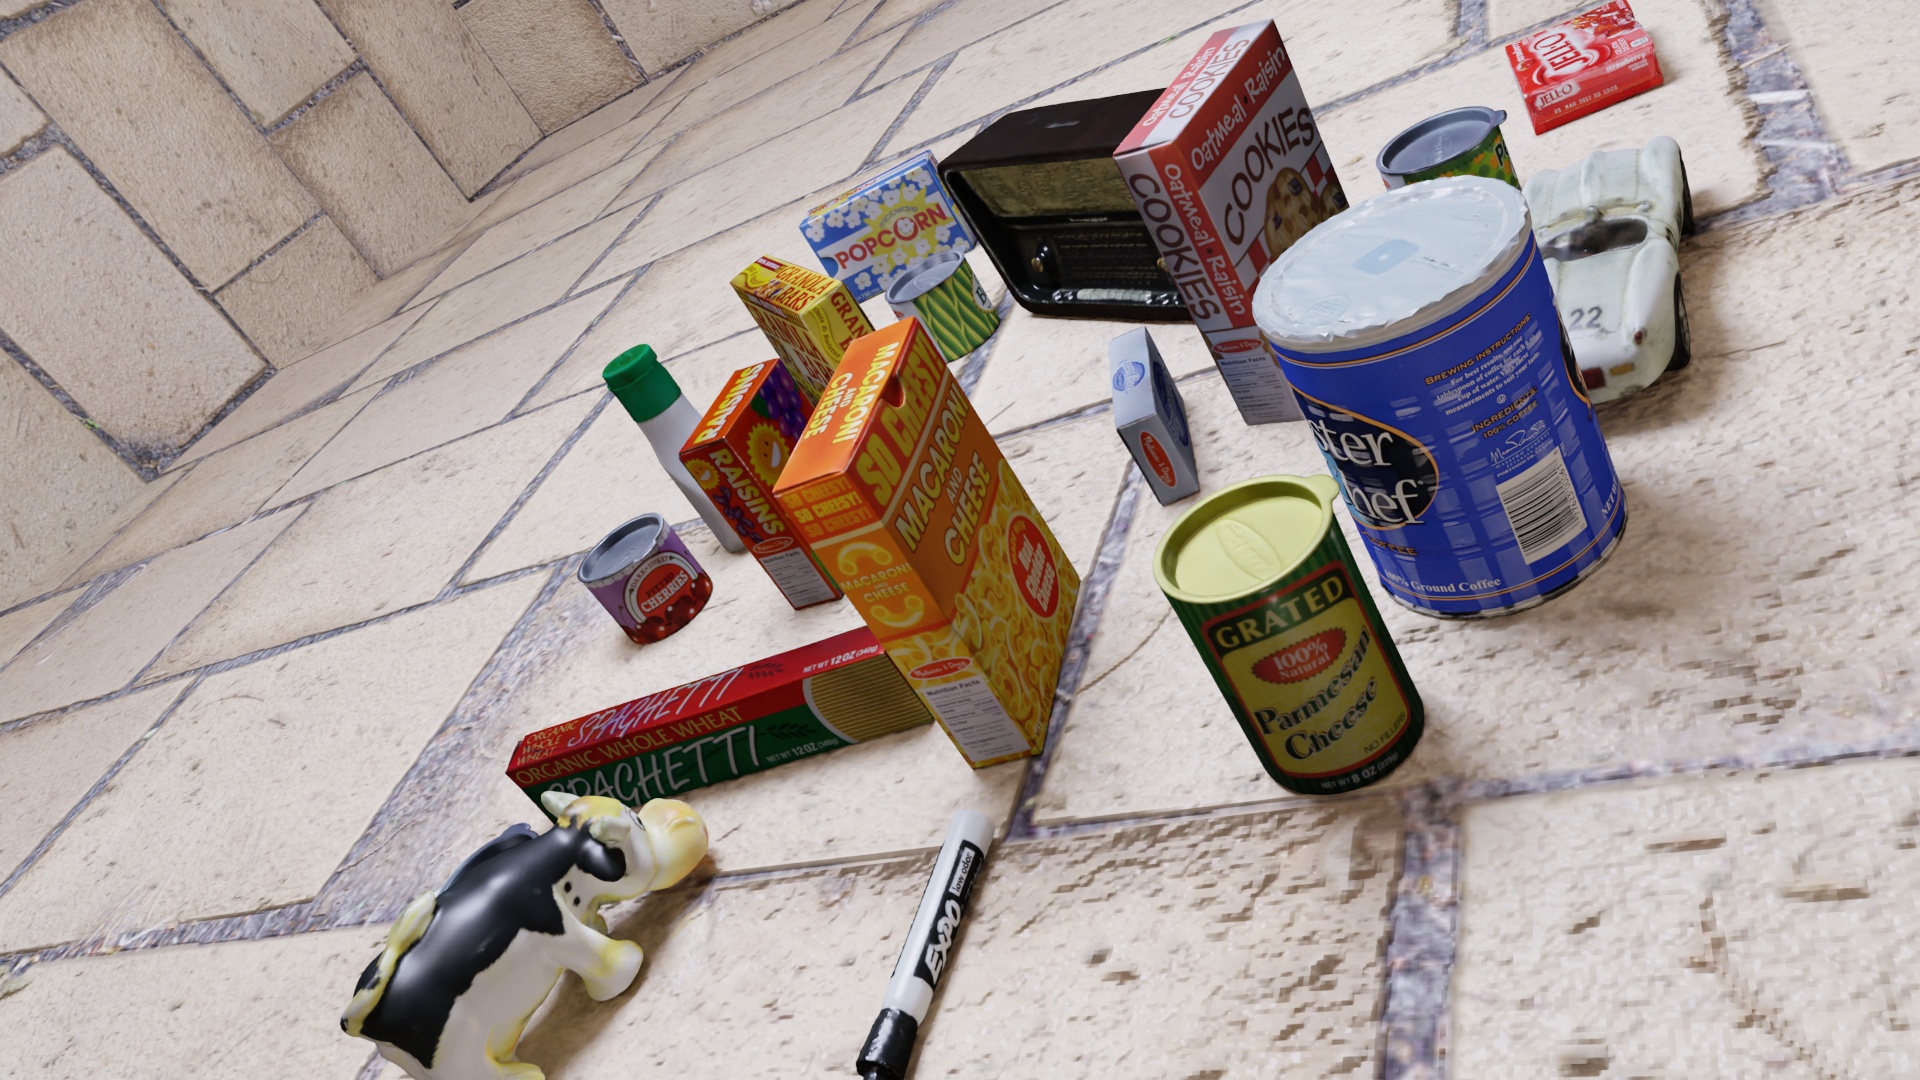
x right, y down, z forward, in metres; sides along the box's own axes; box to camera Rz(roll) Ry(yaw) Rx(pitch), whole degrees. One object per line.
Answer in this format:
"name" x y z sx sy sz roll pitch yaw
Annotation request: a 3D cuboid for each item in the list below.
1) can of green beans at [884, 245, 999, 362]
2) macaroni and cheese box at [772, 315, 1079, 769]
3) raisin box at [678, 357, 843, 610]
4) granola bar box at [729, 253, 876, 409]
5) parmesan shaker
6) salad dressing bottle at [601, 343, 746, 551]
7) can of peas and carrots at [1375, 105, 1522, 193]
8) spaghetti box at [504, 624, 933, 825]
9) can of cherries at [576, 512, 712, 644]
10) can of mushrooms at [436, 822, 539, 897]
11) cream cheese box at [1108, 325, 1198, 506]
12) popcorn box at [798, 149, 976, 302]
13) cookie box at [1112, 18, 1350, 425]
"can of green beans" -0.013 -0.170 1.014 0.071 0.057 0.071 -25 29 15
"macaroni and cheese box" -0.007 0.000 0.626 0.040 0.166 0.124 -18 32 27
"raisin box" -0.103 -0.034 0.822 0.040 0.123 0.086 -15 33 31
"granola bar box" -0.090 -0.129 0.957 0.039 0.124 0.166 -38 29 -10
"parmesan shaker" 0.124 0.035 0.507 0.071 0.102 0.072 -25 29 15
"salad dressing bottle" -0.178 -0.061 0.914 0.044 0.147 0.064 -37 28 -8
"can of peas and carrots" 0.274 -0.198 0.767 0.071 0.058 0.071 -25 29 15
"spaghetti box" -0.128 0.098 0.718 0.249 0.050 0.029 -19 31 24
"can of cherries" -0.202 0.025 0.898 0.071 0.058 0.072 -25 29 15
"can of mushrooms" -0.231 0.181 0.709 0.071 0.033 0.071 -25 29 15
"cream cheese box" 0.102 -0.068 0.742 0.024 0.053 0.104 -23 30 18
"popcorn box" -0.060 -0.265 1.182 0.126 0.085 0.038 -22 30 20
"cookie box" 0.153 -0.164 0.721 0.040 0.167 0.123 -3 40 44
